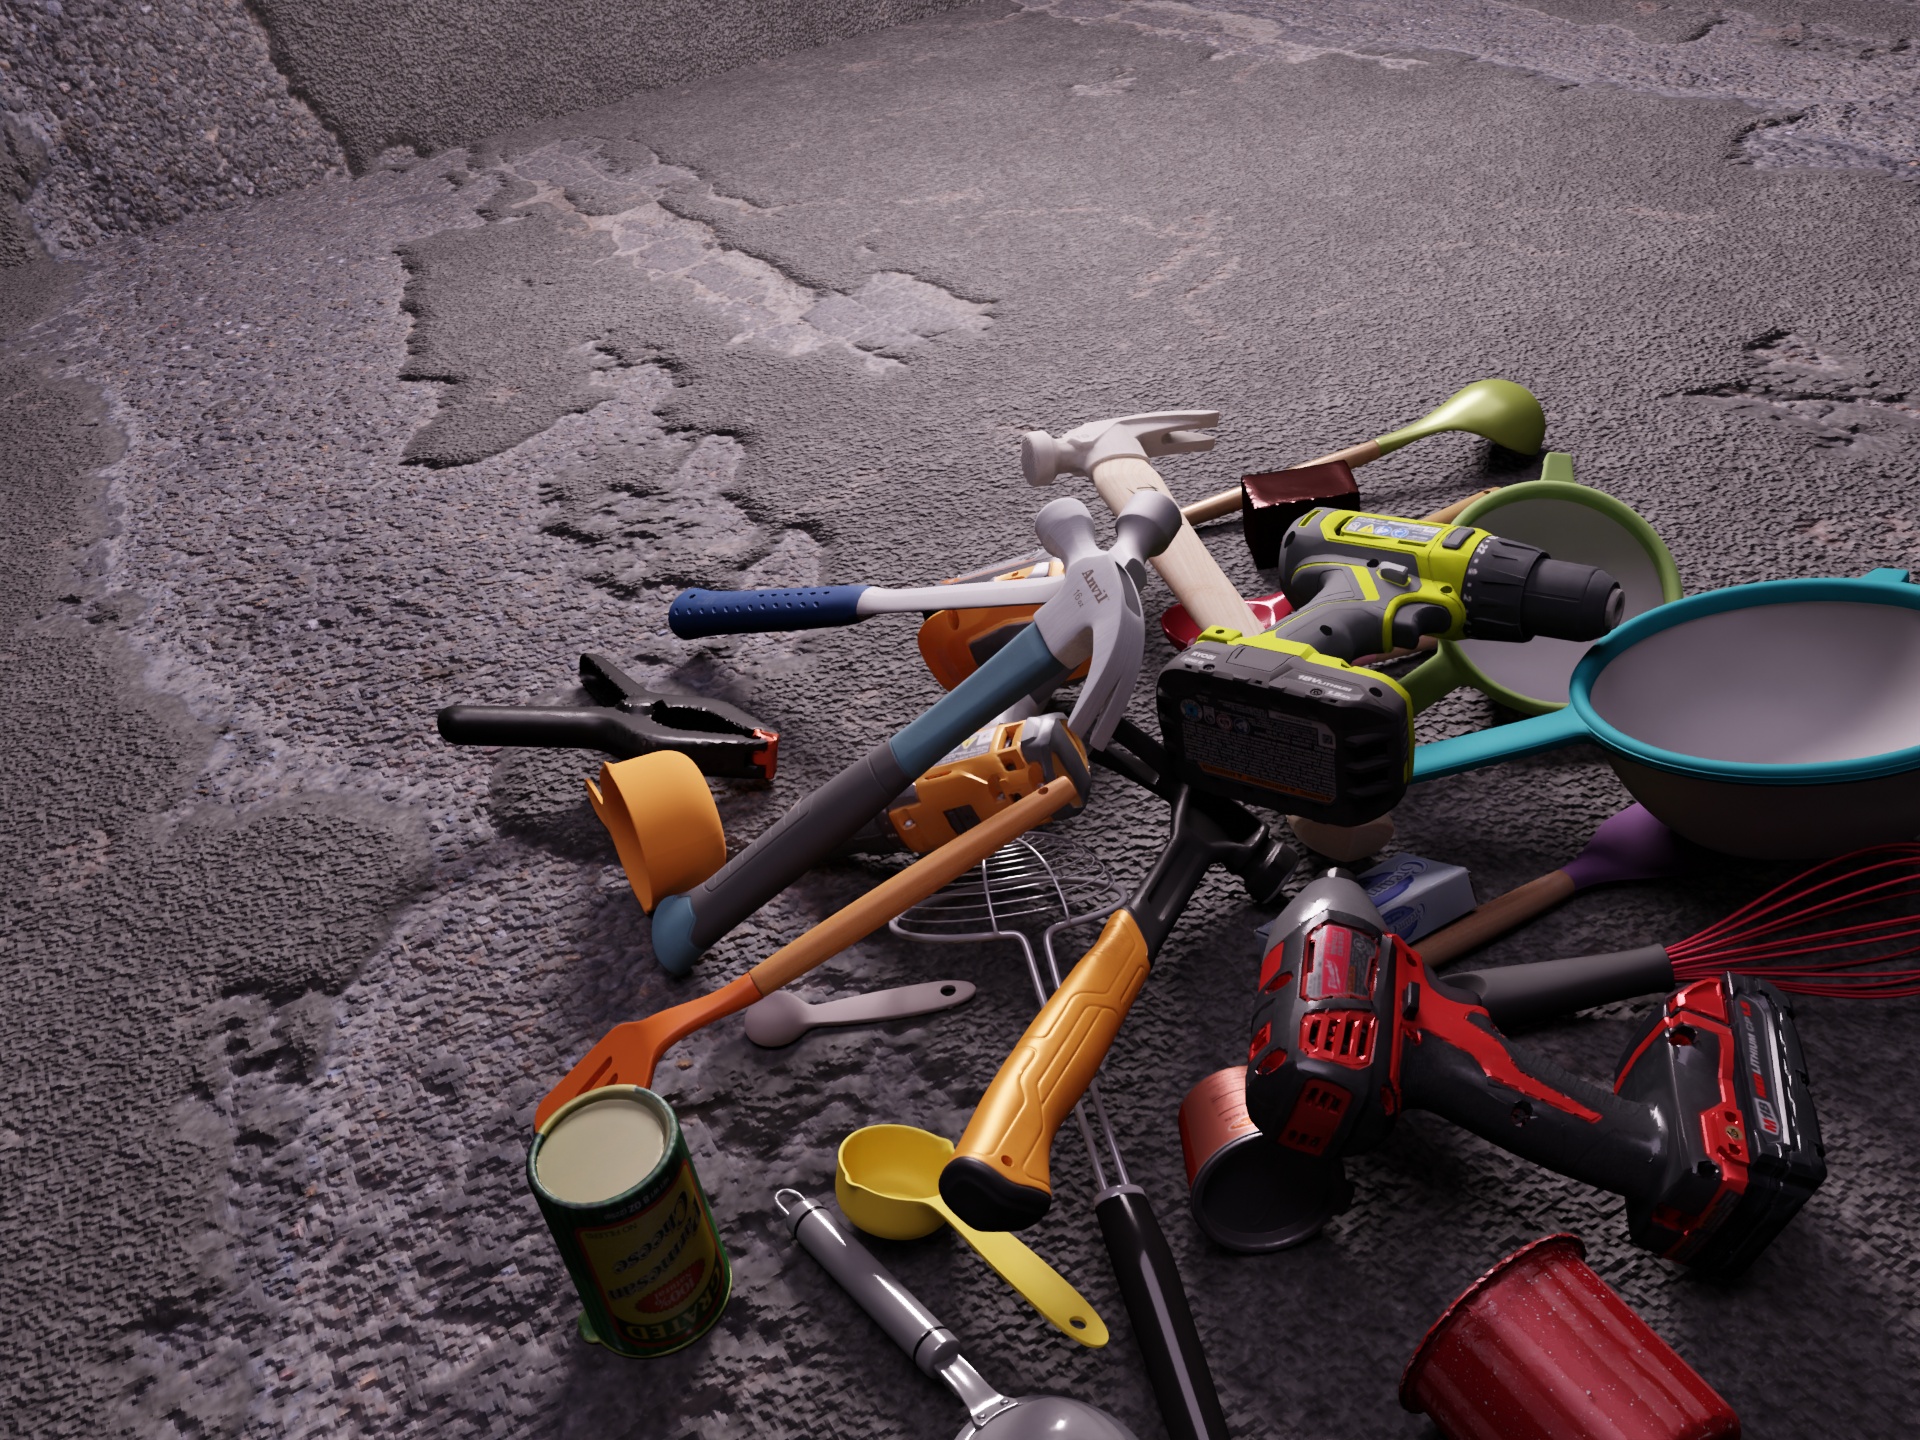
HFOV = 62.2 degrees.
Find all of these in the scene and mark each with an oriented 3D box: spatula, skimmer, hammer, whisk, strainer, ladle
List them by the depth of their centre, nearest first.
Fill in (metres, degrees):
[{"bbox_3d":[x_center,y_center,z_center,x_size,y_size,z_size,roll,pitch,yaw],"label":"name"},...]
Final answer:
[{"bbox_3d":[-0.005,0.263,0.651,0.087,0.050,0.259,-15,29,-36],"label":"strainer"},{"bbox_3d":[0.066,0.110,0.741,0.127,0.034,0.337,38,34,4],"label":"hammer"},{"bbox_3d":[0.055,0.186,0.751,0.127,0.090,0.364,-8,45,-10],"label":"skimmer"},{"bbox_3d":[0.357,0.114,0.761,0.296,0.073,0.073,-13,35,7],"label":"whisk"},{"bbox_3d":[-0.077,0.123,0.790,0.322,0.041,0.081,-32,36,-7],"label":"spatula"},{"bbox_3d":[0.297,0.096,0.828,0.316,0.018,0.060,-21,38,-18],"label":"spatula"},{"bbox_3d":[0.370,0.026,0.832,0.340,0.095,0.211,-14,24,10],"label":"strainer"},{"bbox_3d":[-0.041,0.027,0.841,0.331,0.033,0.128,-38,50,17],"label":"hammer"},{"bbox_3d":[0.315,-0.037,0.977,0.256,0.069,0.151,-34,75,-4],"label":"strainer"},{"bbox_3d":[0.169,-0.072,0.999,0.146,0.038,0.411,-11,44,-13],"label":"hammer"},{"bbox_3d":[-0.055,-0.071,1.008,0.406,0.035,0.144,0,46,44],"label":"hammer"},{"bbox_3d":[0.268,-0.105,1.107,0.315,0.031,0.069,-26,46,-24],"label":"ladle"},{"bbox_3d":[0.294,-0.188,1.212,0.320,0.062,0.078,-20,38,-3],"label":"ladle"}]

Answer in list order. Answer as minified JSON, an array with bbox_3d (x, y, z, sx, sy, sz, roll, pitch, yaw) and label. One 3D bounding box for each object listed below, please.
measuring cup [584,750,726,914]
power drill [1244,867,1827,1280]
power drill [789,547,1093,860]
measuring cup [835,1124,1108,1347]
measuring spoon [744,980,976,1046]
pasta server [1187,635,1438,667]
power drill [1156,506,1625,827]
[{"bbox_3d":[-0.188,0.053,0.962,0.052,0.095,0.174,-18,18,-20],"label":"measuring cup"},{"bbox_3d":[0.234,0.139,0.678,0.219,0.078,0.143,16,40,5],"label":"power drill"},{"bbox_3d":[-0.002,-0.003,0.970,0.185,0.084,0.226,-16,32,25],"label":"power drill"},{"bbox_3d":[0.004,0.230,0.691,0.062,0.029,0.157,-9,29,-43],"label":"measuring cup"},{"bbox_3d":[-0.054,0.147,0.838,0.124,0.018,0.034,-9,35,0],"label":"measuring spoon"},{"bbox_3d":[0.290,-0.056,1.024,0.316,0.040,0.060,-15,45,-10],"label":"pasta server"},{"bbox_3d":[0.230,-0.040,0.860,0.191,0.080,0.228,15,40,36],"label":"power drill"}]
